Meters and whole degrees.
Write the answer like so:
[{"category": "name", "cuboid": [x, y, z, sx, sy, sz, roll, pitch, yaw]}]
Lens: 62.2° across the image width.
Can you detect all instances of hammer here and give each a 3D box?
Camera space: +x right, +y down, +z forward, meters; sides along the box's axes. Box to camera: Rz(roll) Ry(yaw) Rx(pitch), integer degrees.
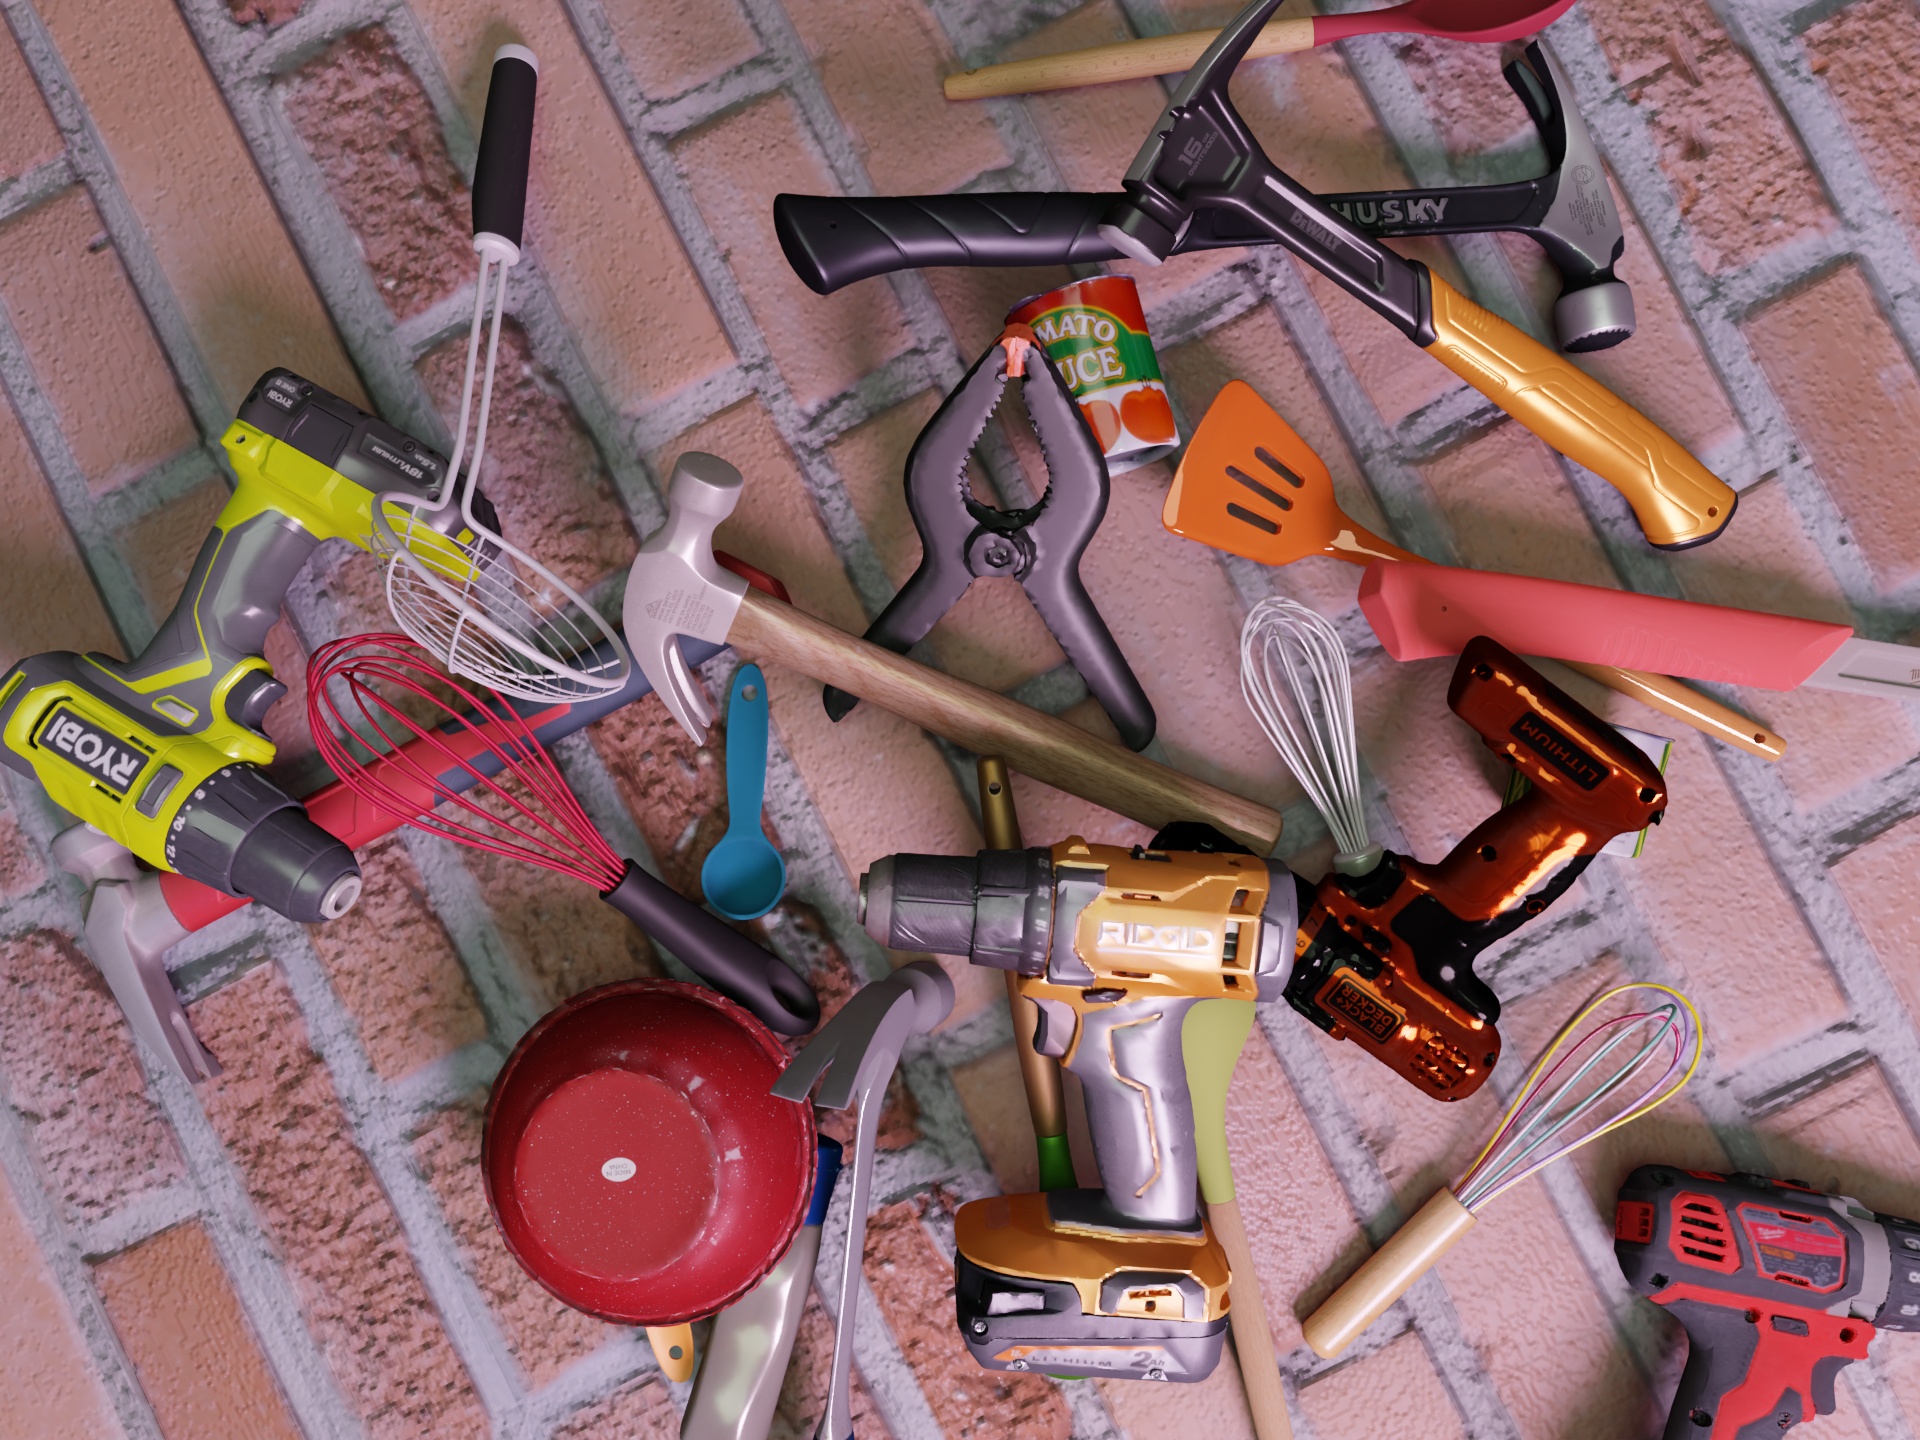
[{"category": "hammer", "cuboid": [0.229, -0.182, 0.718, 0.336, 0.034, 0.127, 30, 99, -17]}, {"category": "hammer", "cuboid": [0.367, -0.044, 0.745, 0.359, 0.036, 0.149, 9, 87, -3]}, {"category": "hammer", "cuboid": [-0.061, 0.323, 0.742, 0.035, 0.144, 0.405, 8, 96, 18]}, {"category": "hammer", "cuboid": [-0.001, -0.002, 0.753, 0.331, 0.031, 0.130, 24, 120, -8]}, {"category": "hammer", "cuboid": [-0.253, 0.036, 0.793, 0.386, 0.038, 0.143, -27, 88, 2]}, {"category": "hammer", "cuboid": [0.118, -0.235, 0.734, 0.409, 0.036, 0.149, -6, 85, -13]}]

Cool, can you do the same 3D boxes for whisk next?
[{"category": "whisk", "cuboid": [0.188, 0.057, 0.766, 0.059, 0.058, 0.246, -21, 92, -34]}, {"category": "whisk", "cuboid": [-0.174, 0.062, 0.731, 0.295, 0.073, 0.073, 42, 91, -24]}, {"category": "whisk", "cuboid": [0.258, 0.218, 0.759, 0.047, 0.051, 0.245, 44, 94, -2]}]

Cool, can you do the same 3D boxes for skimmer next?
[{"category": "skimmer", "cuboid": [-0.198, -0.176, 0.728, 0.090, 0.127, 0.364, -15, 64, 31]}]

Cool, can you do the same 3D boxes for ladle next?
[{"category": "ladle", "cuboid": [0.147, -0.336, 0.785, 0.315, 0.031, 0.069, -6, 45, 6]}, {"category": "ladle", "cuboid": [0.131, 0.251, 0.771, 0.078, 0.062, 0.320, -13, 94, 5]}]

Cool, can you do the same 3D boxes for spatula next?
[{"category": "spatula", "cuboid": [0.252, -0.058, 0.768, 0.322, 0.041, 0.081, 27, 89, 3]}]

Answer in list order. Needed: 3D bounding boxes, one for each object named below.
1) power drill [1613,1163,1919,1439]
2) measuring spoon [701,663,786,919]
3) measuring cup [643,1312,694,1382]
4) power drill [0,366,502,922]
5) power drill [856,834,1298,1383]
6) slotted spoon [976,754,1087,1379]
[{"category": "power drill", "cuboid": [0.389, 0.326, 0.717, 0.188, 0.080, 0.227, 10, 74, 4]}, {"category": "measuring spoon", "cuboid": [-0.106, 0.036, 0.799, 0.042, 0.021, 0.129, 0, 79, 3]}, {"category": "measuring cup", "cuboid": [-0.151, 0.229, 0.776, 0.095, 0.052, 0.173, -14, 90, 3]}, {"category": "power drill", "cuboid": [-0.321, -0.032, 0.752, 0.190, 0.080, 0.228, 28, 79, 10]}, {"category": "power drill", "cuboid": [0.041, 0.161, 0.691, 0.185, 0.084, 0.226, 5, 99, -2]}, {"category": "slotted spoon", "cuboid": [0.037, 0.171, 0.754, 0.070, 0.031, 0.313, -9, 96, 0]}]
